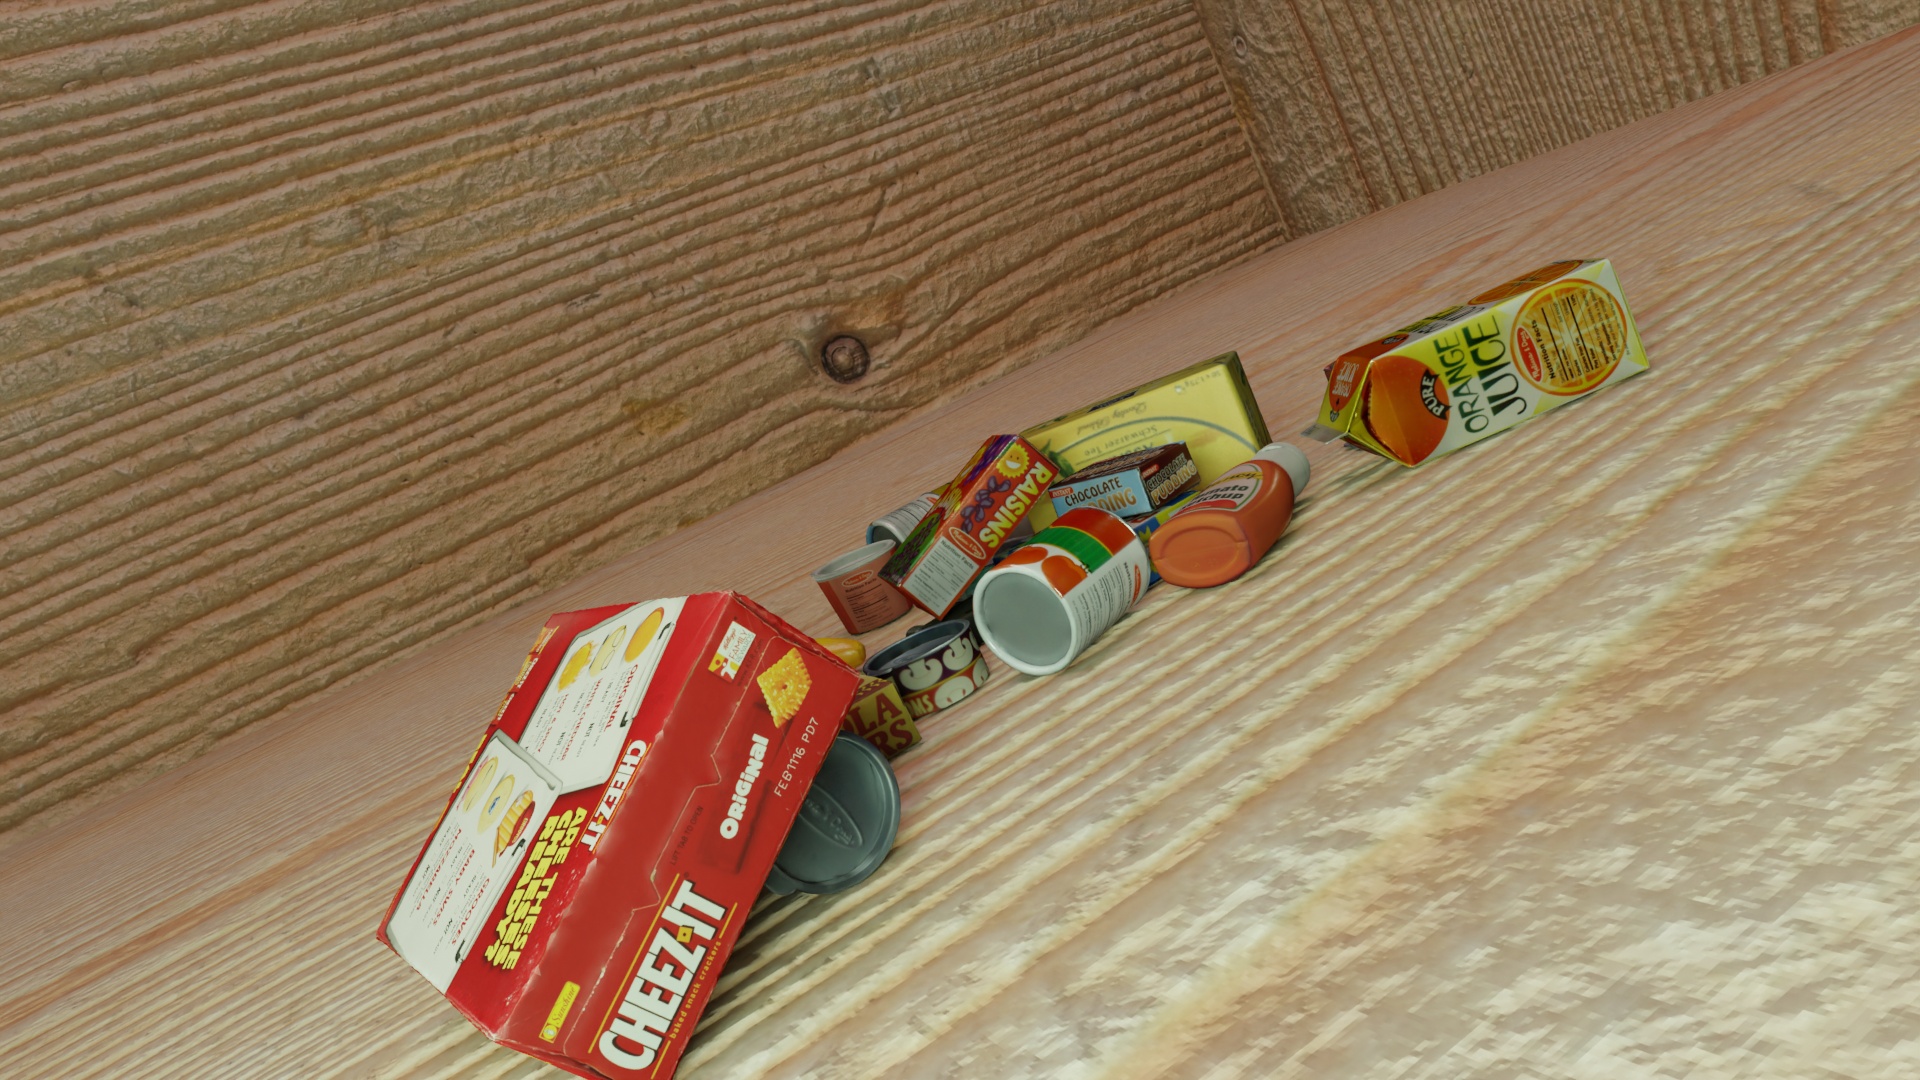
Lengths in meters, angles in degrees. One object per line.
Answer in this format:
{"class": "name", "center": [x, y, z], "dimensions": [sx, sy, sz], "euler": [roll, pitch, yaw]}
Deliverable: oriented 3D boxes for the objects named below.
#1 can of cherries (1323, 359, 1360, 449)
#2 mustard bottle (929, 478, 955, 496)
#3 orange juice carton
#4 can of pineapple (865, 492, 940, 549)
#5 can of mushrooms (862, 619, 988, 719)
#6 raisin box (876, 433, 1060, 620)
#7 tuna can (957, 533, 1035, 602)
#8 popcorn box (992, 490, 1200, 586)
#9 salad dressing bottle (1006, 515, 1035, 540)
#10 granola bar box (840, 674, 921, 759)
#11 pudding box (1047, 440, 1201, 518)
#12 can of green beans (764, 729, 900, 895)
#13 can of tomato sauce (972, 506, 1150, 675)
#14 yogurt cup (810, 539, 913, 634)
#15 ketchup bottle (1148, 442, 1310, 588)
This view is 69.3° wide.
{"class": "can of cherries", "center": [0.284, -0.100, 0.937], "dimensions": [0.071, 0.058, 0.071], "euler": [-23, 9, 4]}
{"class": "mustard bottle", "center": [0.003, -0.035, 1.299], "dimensions": [0.161, 0.048, 0.065], "euler": [-26, 8, -17]}
{"class": "orange juice carton", "center": [0.303, -0.101, 0.848], "dimensions": [0.193, 0.073, 0.072], "euler": [-24, 9, 4]}
{"class": "can of pineapple", "center": [-0.035, 0.003, 1.135], "dimensions": [0.058, 0.071, 0.071], "euler": [-29, 10, -31]}
{"class": "can of mushrooms", "center": [-0.021, 0.074, 0.785], "dimensions": [0.071, 0.033, 0.071], "euler": [-22, 9, 4]}
{"class": "raisin box", "center": [0.003, -0.011, 0.900], "dimensions": [0.123, 0.040, 0.086], "euler": [-51, 10, -5]}
{"class": "tuna can", "center": [0.026, 0.024, 0.953], "dimensions": [0.071, 0.032, 0.071], "euler": [-23, 9, 4]}
{"class": "popcorn box", "center": [0.090, 0.007, 0.878], "dimensions": [0.085, 0.038, 0.126], "euler": [-29, 10, -29]}
{"class": "salad dressing bottle", "center": [0.047, -0.015, 1.097], "dimensions": [0.148, 0.044, 0.064], "euler": [-26, 7, -19]}
{"class": "granola bar box", "center": [-0.120, 0.123, 0.733], "dimensions": [0.166, 0.039, 0.124], "euler": [-28, 10, -24]}
{"class": "pudding box", "center": [0.101, -0.034, 0.860], "dimensions": [0.050, 0.030, 0.083], "euler": [-29, 11, -37]}
{"class": "can of green beans", "center": [-0.067, 0.111, 0.586], "dimensions": [0.071, 0.071, 0.057], "euler": [-29, 9, -28]}
{"class": "can of tomato sauce", "center": [0.054, 0.027, 0.760], "dimensions": [0.071, 0.071, 0.083], "euler": [-16, 12, 40]}
{"class": "yogurt cup", "center": [-0.071, 0.037, 1.062], "dimensions": [0.072, 0.054, 0.072], "euler": [-23, 9, 4]}
{"class": "ketchup bottle", "center": [0.166, -0.019, 0.815], "dimensions": [0.064, 0.043, 0.149], "euler": [-13, 13, 35]}
